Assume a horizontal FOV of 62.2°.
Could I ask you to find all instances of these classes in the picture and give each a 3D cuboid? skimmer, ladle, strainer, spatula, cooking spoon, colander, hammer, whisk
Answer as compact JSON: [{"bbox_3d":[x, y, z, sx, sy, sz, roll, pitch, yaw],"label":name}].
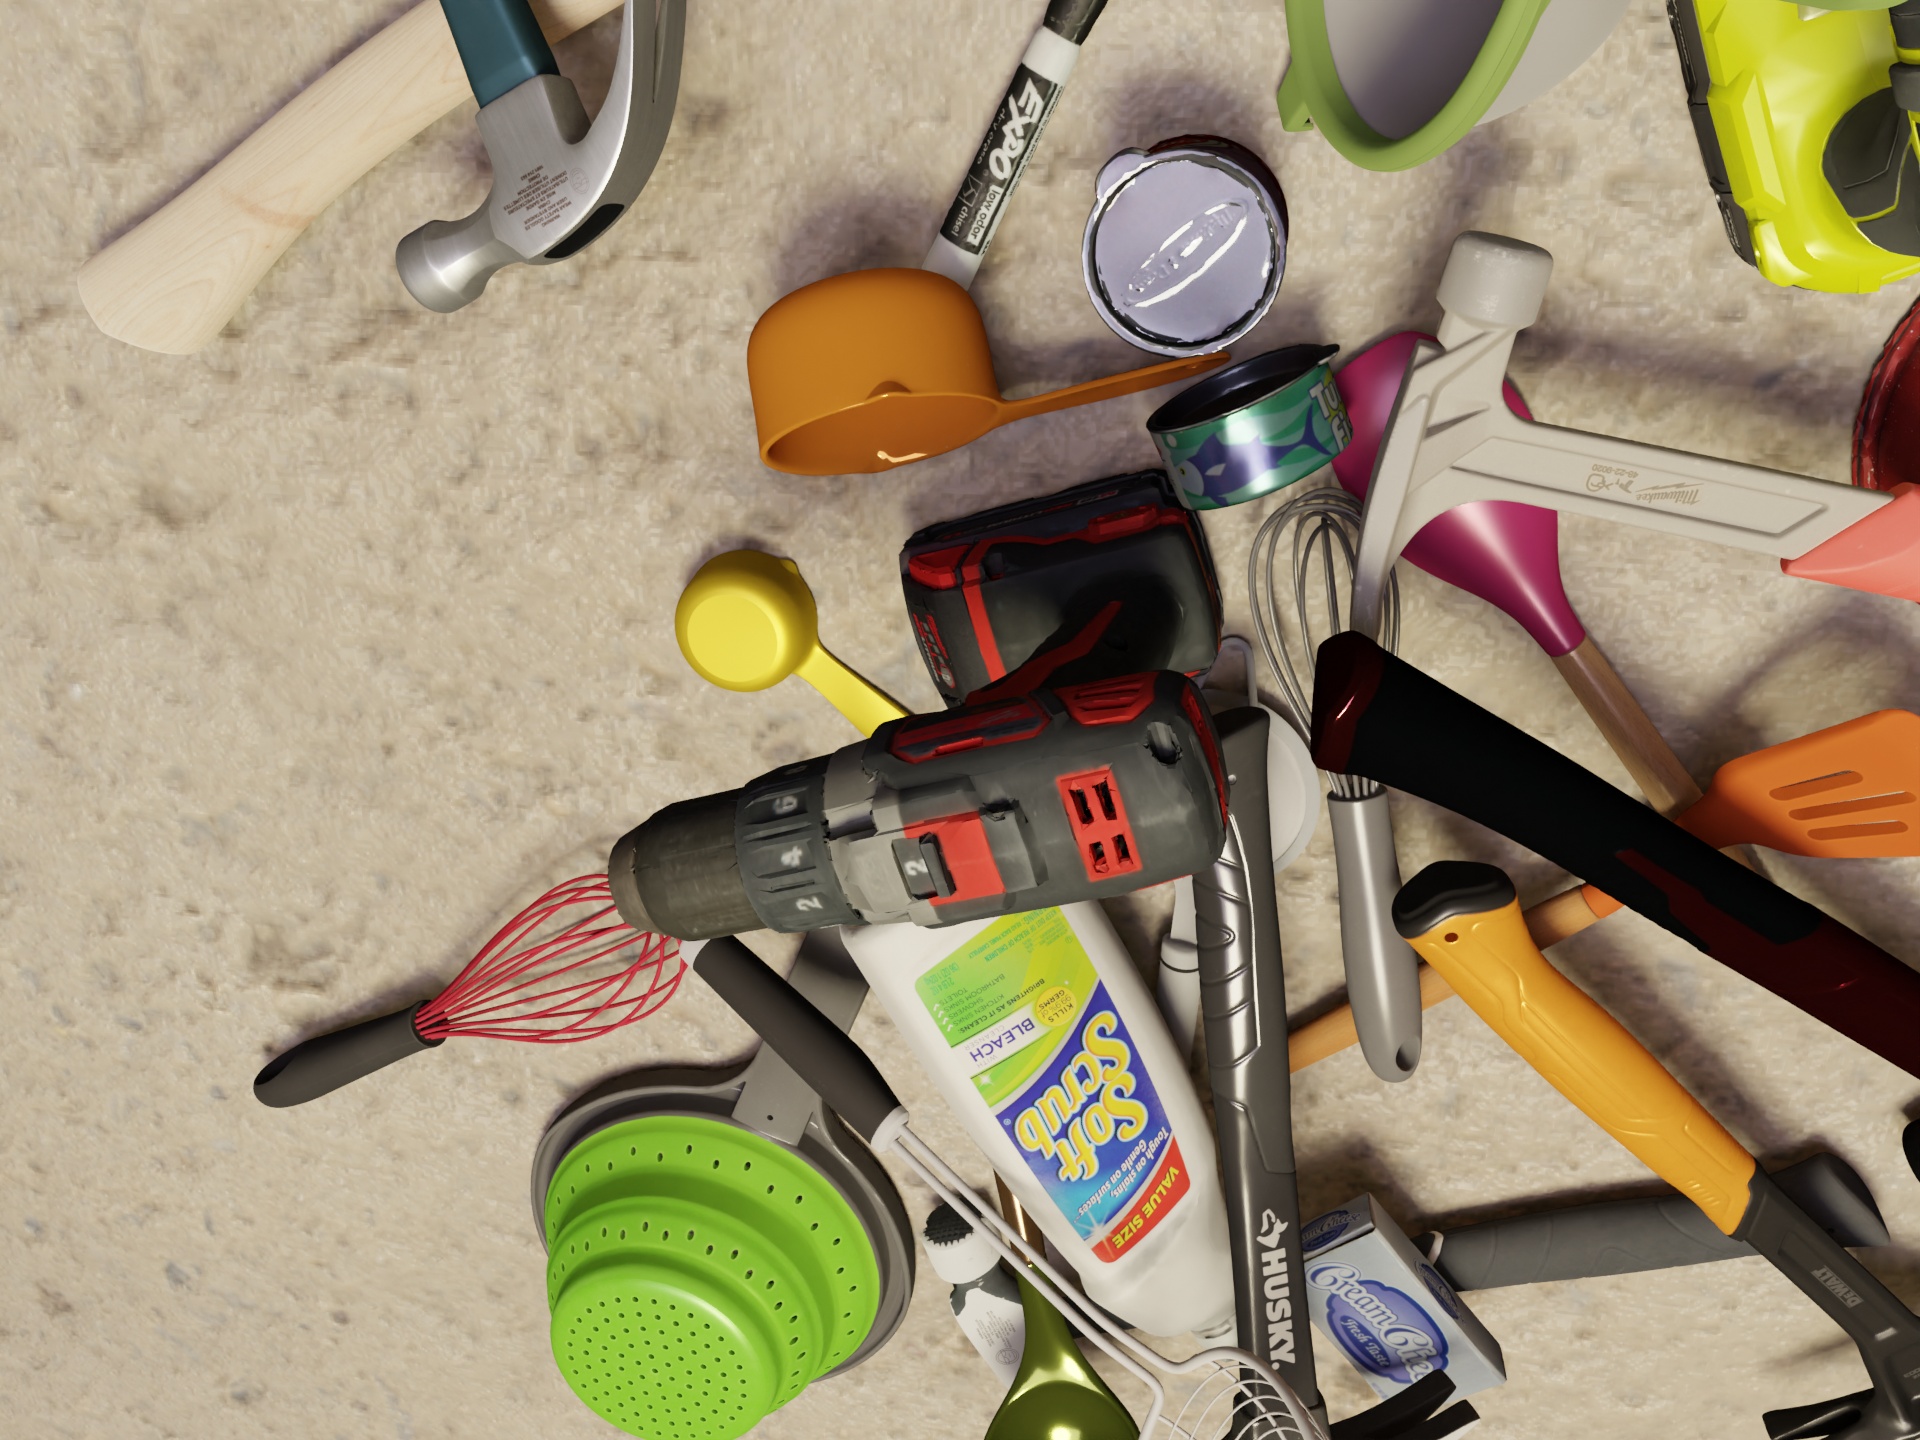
[{"bbox_3d":[-0.001,0.206,0.595,0.363,0.090,0.127,40,121,22],"label":"skimmer"},{"bbox_3d":[0.024,0.216,0.696,0.078,0.062,0.320,-9,98,13],"label":"ladle"},{"bbox_3d":[0.095,0.091,0.665,0.087,0.050,0.258,12,120,17],"label":"strainer"},{"bbox_3d":[0.224,0.087,0.616,0.081,0.041,0.322,39,124,-22],"label":"spatula"},{"bbox_3d":[0.241,-0.009,0.595,0.068,0.017,0.318,-34,103,25],"label":"cooking spoon"},{"bbox_3d":[-0.101,0.212,0.733,0.204,0.094,0.397,24,118,1],"label":"colander"},{"bbox_3d":[0.308,-0.043,0.492,0.359,0.037,0.149,14,118,8],"label":"hammer"},{"bbox_3d":[-0.238,0.138,0.752,0.296,0.073,0.073,-23,108,27],"label":"whisk"},{"bbox_3d":[0.120,0.159,0.617,0.146,0.035,0.334,-9,102,-9],"label":"hammer"},{"bbox_3d":[0.169,-0.210,0.411,0.069,0.257,0.151,-4,121,-16],"label":"strainer"},{"bbox_3d":[-0.188,-0.312,0.511,0.128,0.033,0.331,-18,99,24],"label":"hammer"},{"bbox_3d":[0.193,0.253,0.720,0.409,0.036,0.149,-15,111,19],"label":"hammer"},{"bbox_3d":[-0.176,-0.255,0.566,0.410,0.038,0.146,-24,106,22],"label":"hammer"},{"bbox_3d":[0.283,0.063,0.540,0.386,0.038,0.143,28,131,-19],"label":"hammer"},{"bbox_3d":[0.149,0.030,0.601,0.055,0.055,0.239,-8,104,16],"label":"whisk"},{"bbox_3d":[0.282,0.175,0.620,0.336,0.034,0.127,42,116,-14],"label":"hammer"}]

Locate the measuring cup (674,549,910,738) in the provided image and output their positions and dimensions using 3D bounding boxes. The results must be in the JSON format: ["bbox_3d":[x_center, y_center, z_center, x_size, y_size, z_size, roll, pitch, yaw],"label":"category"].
[{"bbox_3d":[-0.051,-0.007,0.655,0.156,0.029,0.062,40,117,-5],"label":"measuring cup"}]

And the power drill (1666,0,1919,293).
[{"bbox_3d":[0.248,-0.169,0.403,0.080,0.223,0.171,-19,109,20],"label":"power drill"}]

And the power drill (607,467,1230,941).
[{"bbox_3d":[-0.001,-0.002,0.535,0.188,0.227,0.080,-13,111,18],"label":"power drill"}]

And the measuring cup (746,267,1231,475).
[{"bbox_3d":[0.009,-0.133,0.568,0.173,0.095,0.052,-13,85,-6],"label":"measuring cup"}]
